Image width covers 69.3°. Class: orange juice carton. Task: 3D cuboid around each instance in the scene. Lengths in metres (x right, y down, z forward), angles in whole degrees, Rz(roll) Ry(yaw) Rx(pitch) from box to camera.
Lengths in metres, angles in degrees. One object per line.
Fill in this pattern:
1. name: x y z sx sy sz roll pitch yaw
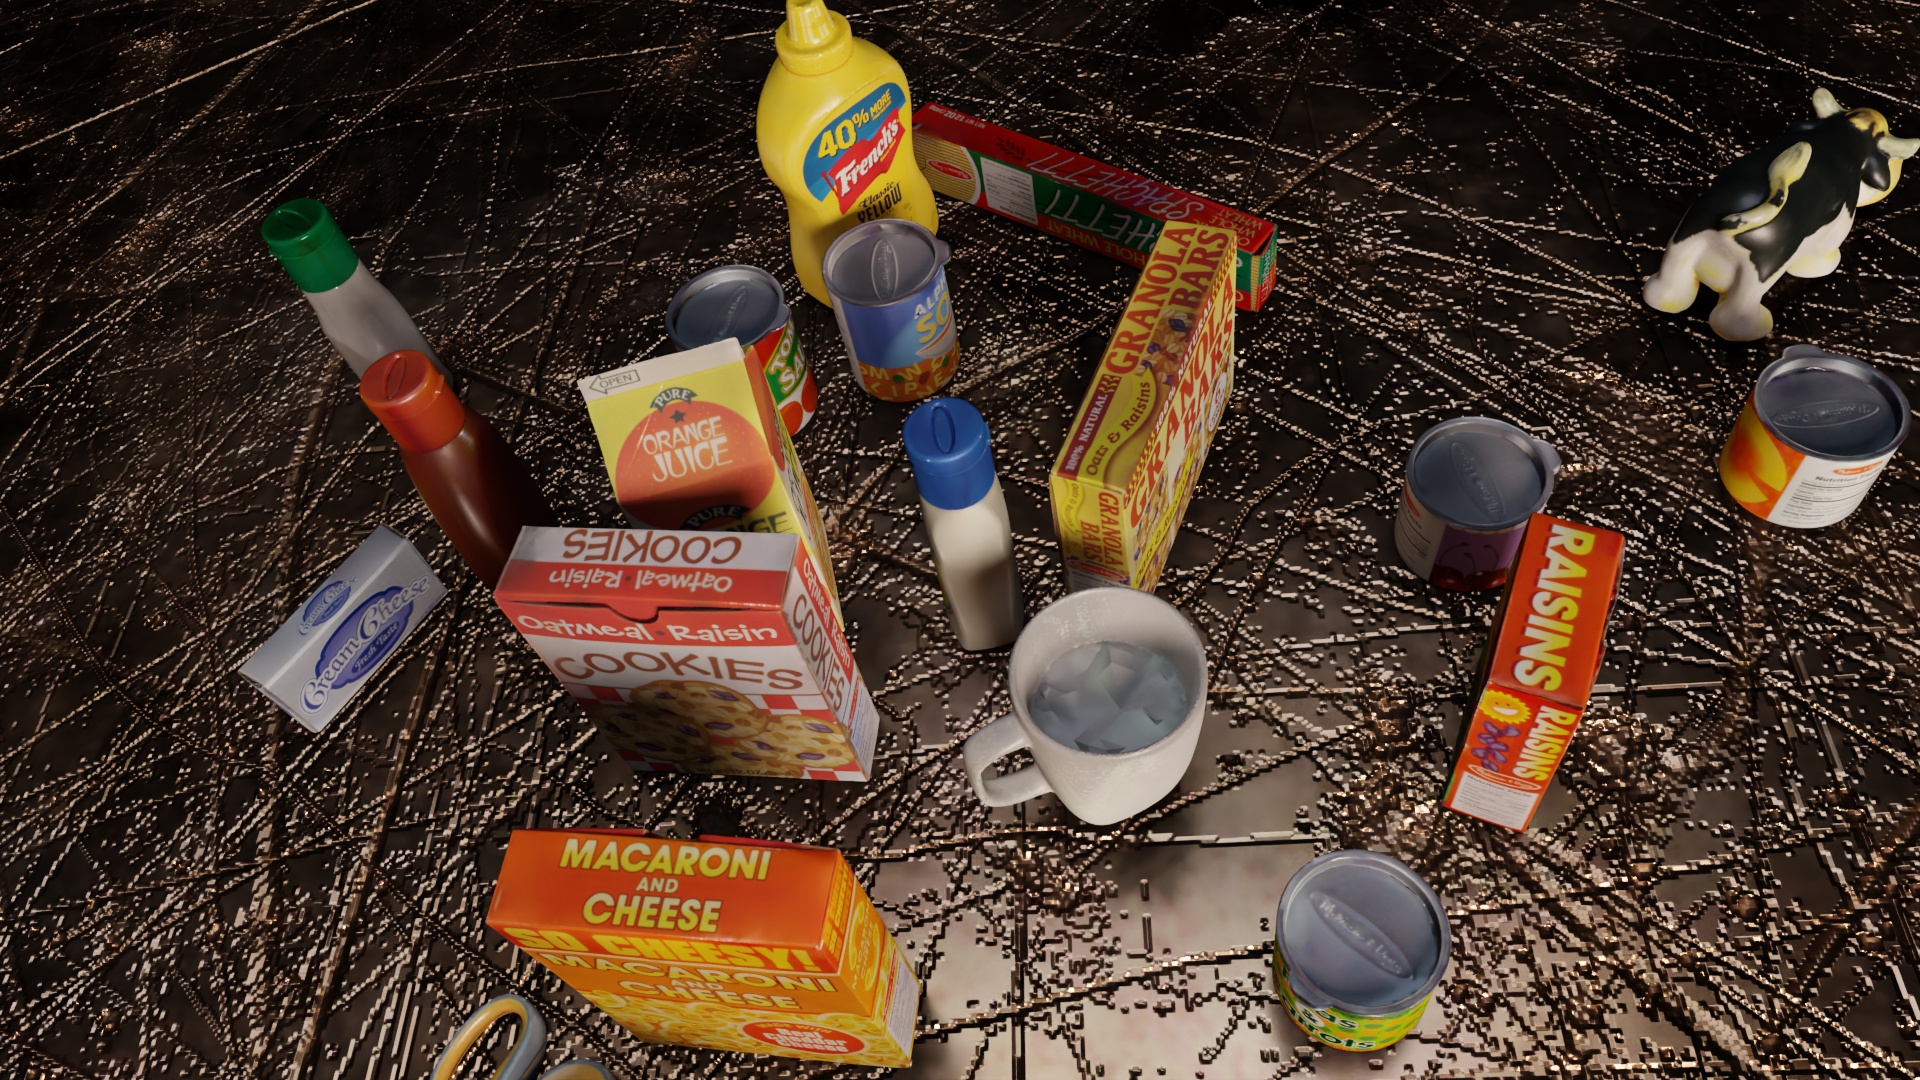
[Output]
1. orange juice carton: -0.114 -0.024 0.661 0.072 0.191 0.073 -15 55 -1

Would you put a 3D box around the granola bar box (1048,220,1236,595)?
1. granola bar box: 0.094 -0.056 0.690 0.039 0.123 0.166 15 60 19

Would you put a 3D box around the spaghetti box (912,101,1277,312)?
1. spaghetti box: 0.075 -0.203 0.839 0.250 0.050 0.029 27 65 25

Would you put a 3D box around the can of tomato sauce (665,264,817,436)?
1. can of tomato sauce: -0.119 -0.102 0.783 0.071 0.082 0.071 -5 56 7

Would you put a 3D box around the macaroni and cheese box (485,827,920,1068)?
1. macaroni and cheese box: -0.092 0.163 0.546 0.124 0.165 0.040 1 57 11

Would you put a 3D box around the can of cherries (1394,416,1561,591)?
1. can of cherries: 0.251 -0.017 0.676 0.071 0.058 0.072 -5 55 7

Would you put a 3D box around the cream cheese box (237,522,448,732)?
1. cream cheese box: -0.323 0.046 0.734 0.024 0.053 0.104 25 63 24

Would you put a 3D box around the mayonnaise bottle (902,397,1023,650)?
1. mayonnaise bottle: 0.002 -0.008 0.658 0.041 0.147 0.065 -12 55 2

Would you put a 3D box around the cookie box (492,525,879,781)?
1. cookie box: -0.114 0.056 0.622 0.123 0.166 0.040 1 57 11

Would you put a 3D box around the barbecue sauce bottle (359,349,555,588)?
1. barbecue sauce bottle: -0.259 -0.038 0.722 0.044 0.147 0.065 -7 55 5

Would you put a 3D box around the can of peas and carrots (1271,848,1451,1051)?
1. can of peas and carrots: 0.159 0.169 0.564 0.071 0.058 0.071 -5 55 7

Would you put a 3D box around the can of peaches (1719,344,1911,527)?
1. can of peaches: 0.410 -0.050 0.672 0.071 0.057 0.071 -5 55 7

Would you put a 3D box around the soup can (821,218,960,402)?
1. soup can: -0.035 -0.129 0.786 0.071 0.083 0.072 -5 56 7

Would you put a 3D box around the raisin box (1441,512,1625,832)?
1. raisin box: 0.240 0.058 0.587 0.040 0.122 0.086 17 61 20

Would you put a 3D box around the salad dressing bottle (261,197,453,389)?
1. salad dressing bottle: -0.346 -0.130 0.801 0.064 0.147 0.044 28 65 25
